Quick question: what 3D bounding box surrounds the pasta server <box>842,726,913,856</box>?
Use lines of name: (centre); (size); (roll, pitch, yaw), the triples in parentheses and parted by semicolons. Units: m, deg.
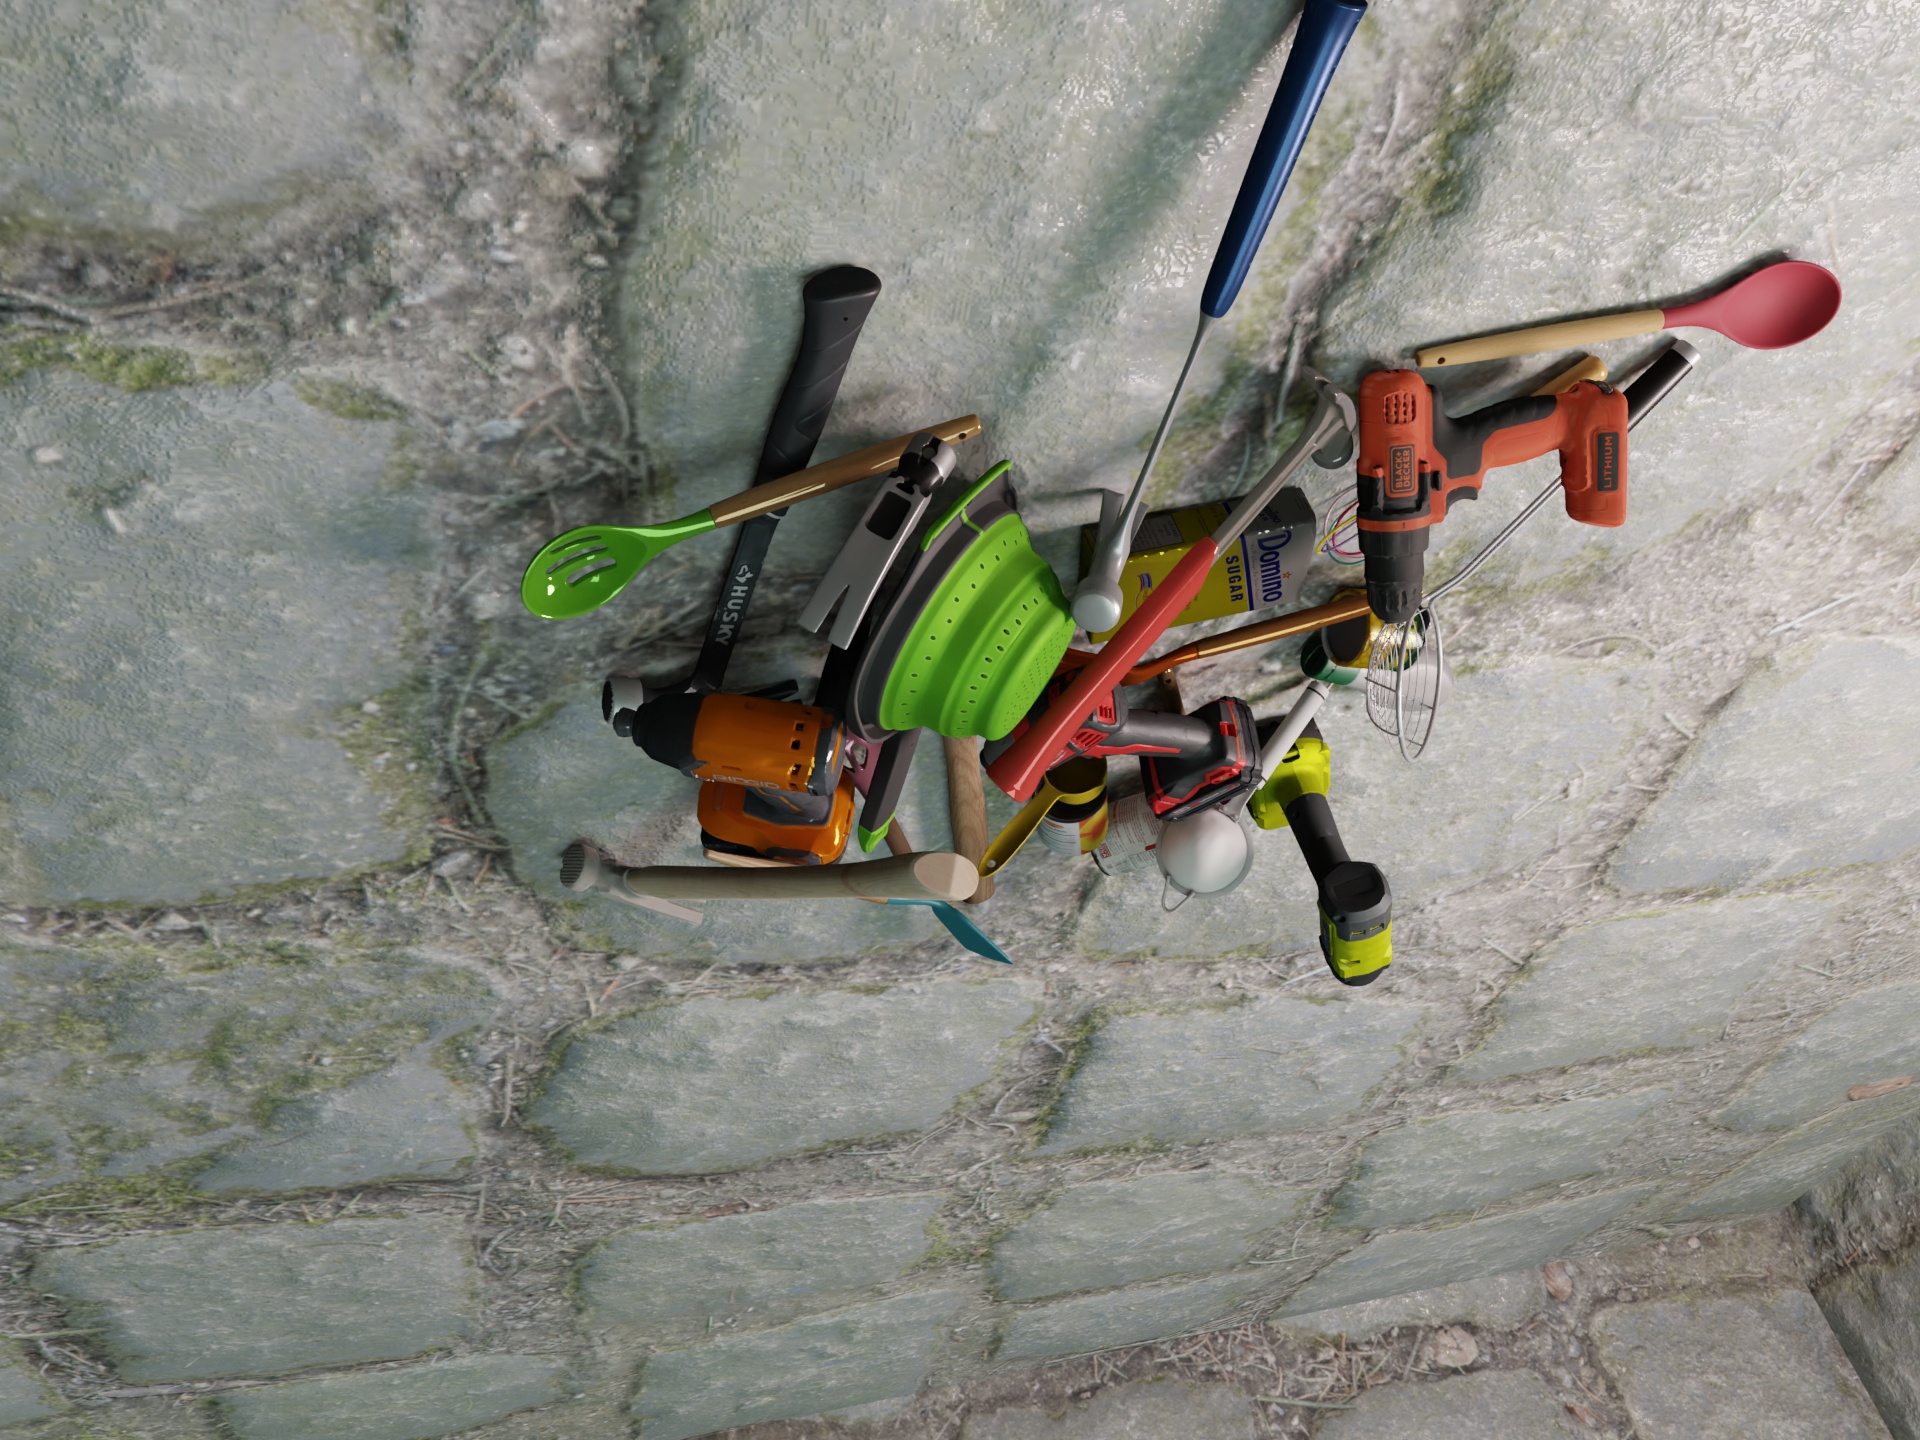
pasta server: (-0.068, 0.079, 1.388); (0.060, 0.040, 0.315); (-19, 147, 2)

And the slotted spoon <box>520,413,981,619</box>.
slotted spoon: (-0.135, -0.138, 1.025); (0.314, 0.031, 0.070); (-20, 144, -2)

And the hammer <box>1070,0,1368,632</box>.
hammer: (0.154, -0.251, 0.998); (0.035, 0.144, 0.405); (20, 127, 0)

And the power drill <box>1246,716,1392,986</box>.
power drill: (0.322, 0.122, 1.429); (0.080, 0.223, 0.171); (-18, 143, 1)

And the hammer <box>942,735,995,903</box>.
hammer: (0.008, 0.066, 1.395); (0.130, 0.031, 0.331); (-13, 143, -5)

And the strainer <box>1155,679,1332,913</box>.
strainer: (0.249, 0.056, 1.383); (0.258, 0.087, 0.050); (-53, 157, -7)

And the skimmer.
skimmer: (0.442, -0.125, 1.214); (0.363, 0.090, 0.127); (-48, 154, 16)

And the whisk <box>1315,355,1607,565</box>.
whisk: (0.374, -0.195, 1.198); (0.245, 0.051, 0.047); (-34, 134, 17)

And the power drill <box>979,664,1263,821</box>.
power drill: (0.128, 0.020, 1.293); (0.219, 0.079, 0.143); (12, 150, -37)

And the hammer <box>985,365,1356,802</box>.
hammer: (0.145, -0.086, 1.115); (0.359, 0.037, 0.149); (-49, 162, 7)

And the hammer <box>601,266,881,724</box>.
hammer: (-0.131, -0.132, 1.084); (0.149, 0.036, 0.408); (2, 139, -26)

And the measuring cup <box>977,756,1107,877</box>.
measuring cup: (0.068, 0.081, 1.369); (0.156, 0.062, 0.029); (-48, 154, -17)

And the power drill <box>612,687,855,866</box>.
power drill: (-0.162, 0.040, 1.193); (0.164, 0.084, 0.226); (9, 160, 4)

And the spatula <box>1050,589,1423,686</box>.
spatula: (0.209, -0.071, 1.270); (0.322, 0.041, 0.081); (-15, 158, 0)

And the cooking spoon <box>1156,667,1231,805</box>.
cooking spoon: (0.208, 0.041, 1.451); (0.069, 0.017, 0.318); (-18, 143, 5)

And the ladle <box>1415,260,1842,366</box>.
ladle: (0.477, -0.282, 1.140); (0.315, 0.031, 0.069); (-10, 129, -6)

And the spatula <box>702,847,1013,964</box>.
spatula: (-0.092, 0.166, 1.454); (0.317, 0.044, 0.082); (18, 173, -29)

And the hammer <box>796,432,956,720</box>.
hammer: (-0.077, -0.058, 1.107); (0.035, 0.146, 0.334); (29, 155, 1)

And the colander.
colander: (-0.002, -0.004, 1.160); (0.204, 0.094, 0.396); (-48, 165, -39)

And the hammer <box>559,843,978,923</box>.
hammer: (-0.140, 0.129, 1.246); (0.411, 0.038, 0.146); (-6, 157, 43)
